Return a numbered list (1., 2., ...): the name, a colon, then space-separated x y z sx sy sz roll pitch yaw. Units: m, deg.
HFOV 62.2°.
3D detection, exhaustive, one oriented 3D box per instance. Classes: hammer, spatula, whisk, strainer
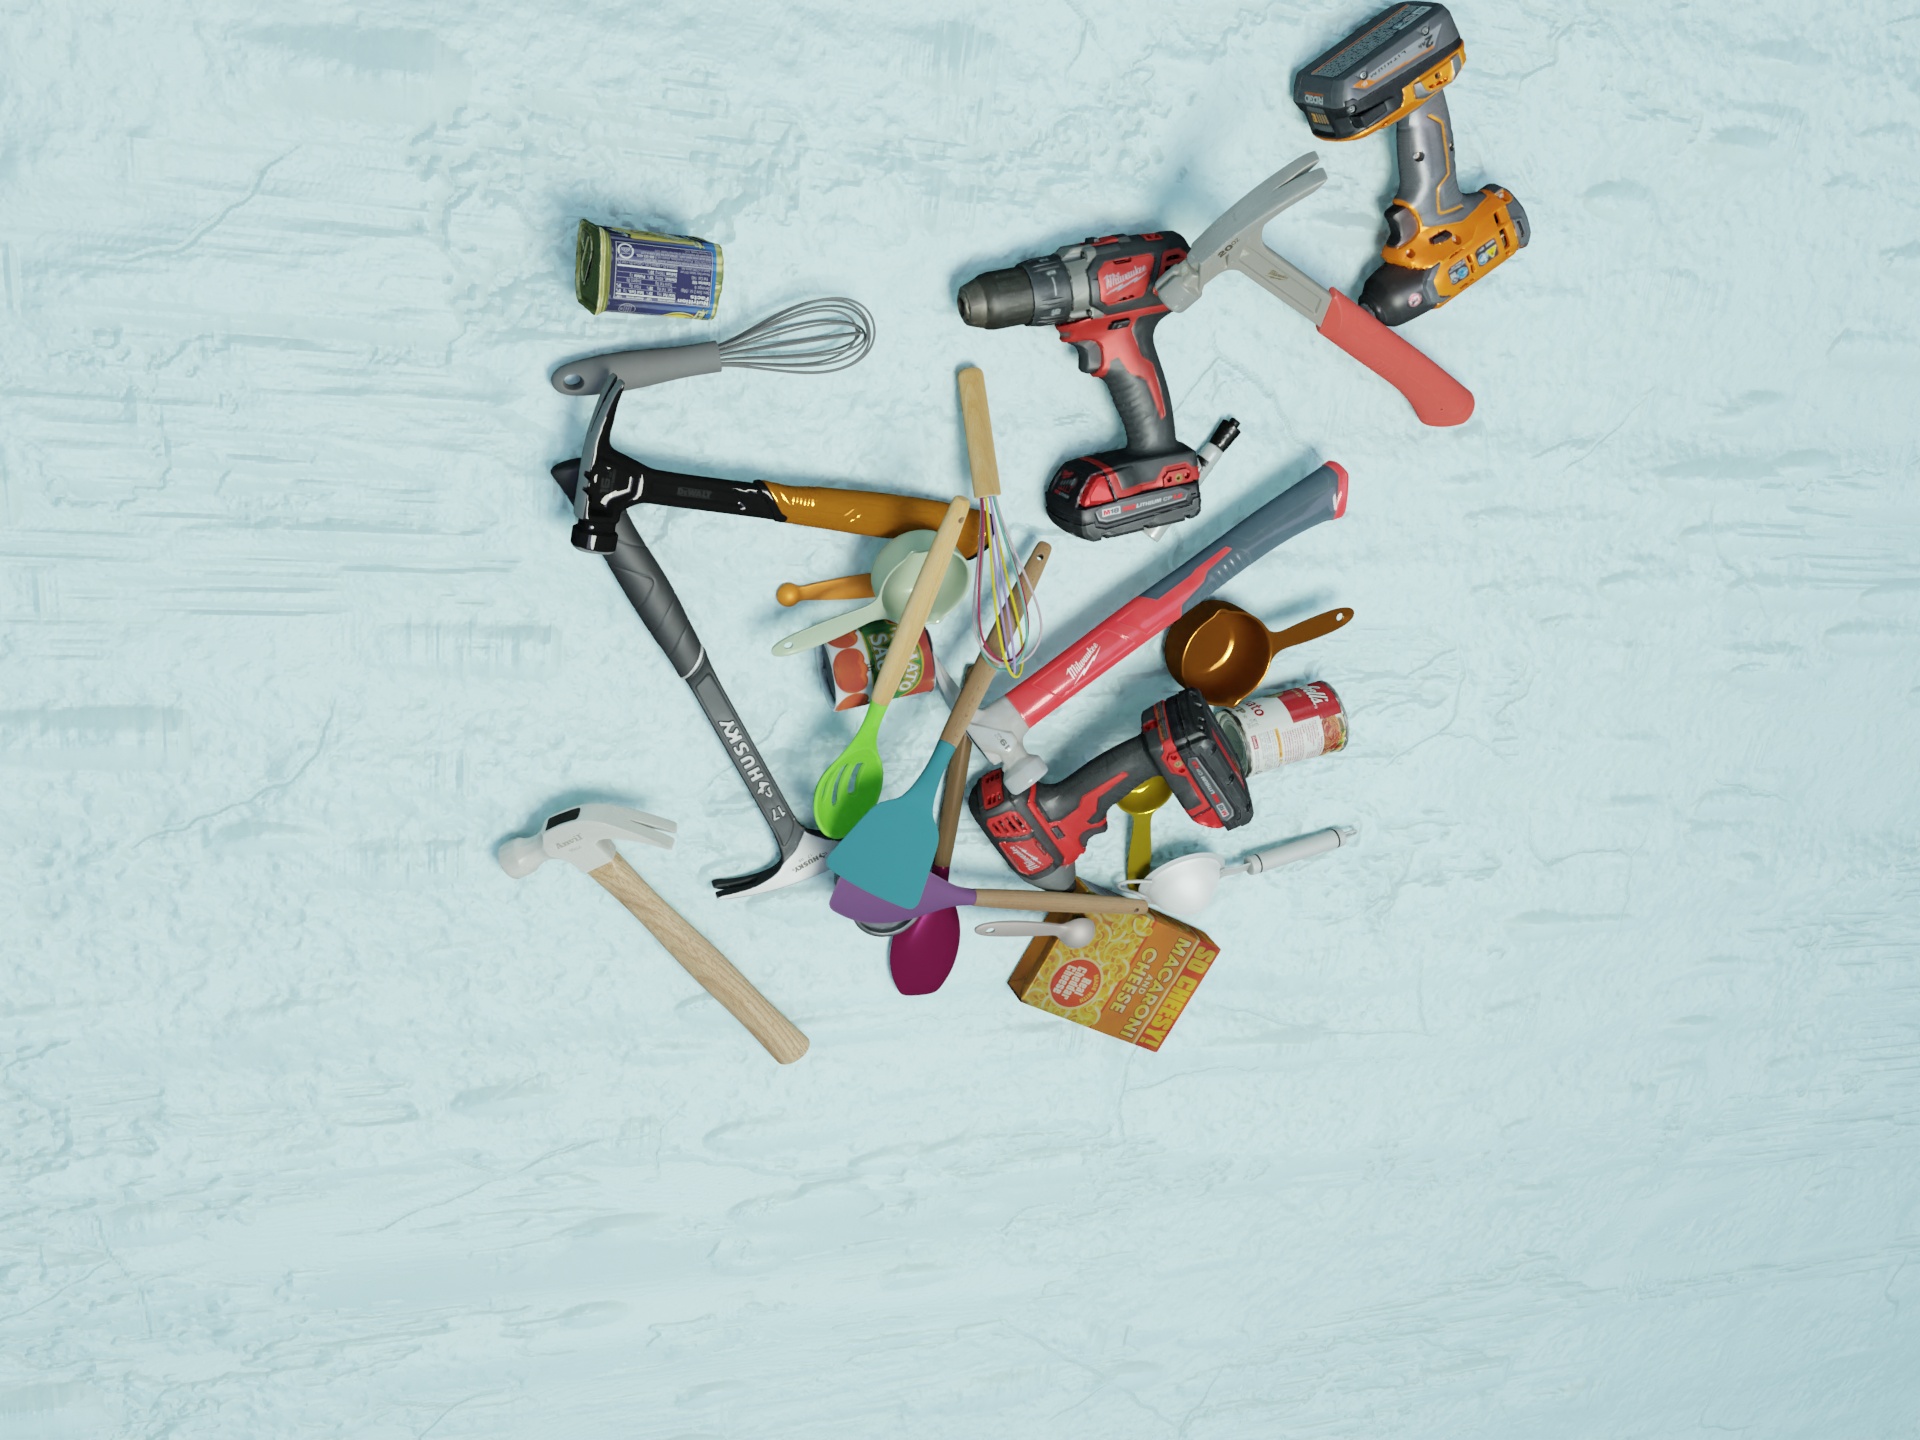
1. hammer: 0.318 -0.318 1.266 0.358 0.037 0.149 17 140 -43
2. spatula: -0.002 -0.004 1.287 0.082 0.044 0.317 27 81 -3
3. hammer: -0.208 -0.028 1.258 0.149 0.036 0.408 -29 118 -6
4. hammer: -0.121 -0.172 1.209 0.336 0.034 0.127 5 109 -29
5. whisk: -0.179 -0.268 1.161 0.239 0.055 0.055 -13 116 -11
6. strainer: 0.271 0.139 1.501 0.258 0.050 0.086 -15 147 -21
7. hammer: -0.227 0.185 1.326 0.130 0.031 0.331 -24 126 18
8. hammer: 0.157 -0.108 1.330 0.386 0.038 0.143 -36 91 -4
9. whisk: 0.025 -0.154 1.252 0.047 0.051 0.245 -10 93 -40
10. spatula: 0.032 0.156 1.375 0.315 0.018 0.059 6 122 -29

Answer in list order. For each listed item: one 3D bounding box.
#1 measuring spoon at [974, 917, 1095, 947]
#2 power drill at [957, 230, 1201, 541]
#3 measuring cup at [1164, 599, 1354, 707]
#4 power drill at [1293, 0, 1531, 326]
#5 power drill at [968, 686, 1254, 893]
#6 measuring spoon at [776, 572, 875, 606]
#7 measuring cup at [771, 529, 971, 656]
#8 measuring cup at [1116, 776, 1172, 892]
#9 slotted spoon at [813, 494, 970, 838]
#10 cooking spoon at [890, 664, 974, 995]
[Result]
1. measuring spoon: 0.067 0.190 1.404 0.124 0.018 0.034 6 134 -30
2. power drill: 0.099 -0.261 1.252 0.188 0.080 0.226 -14 113 -15
3. measuring cup: 0.261 -0.076 1.405 0.173 0.052 0.095 -20 117 -14
4. power drill: 0.352 -0.431 1.273 0.164 0.084 0.226 -36 123 -2
5. power drill: 0.132 0.073 1.374 0.219 0.079 0.143 -24 125 16
6. measuring spoon: -0.090 -0.105 1.281 0.117 0.011 0.021 -8 114 -17
7. measuring cup: -0.074 -0.096 1.241 0.167 0.038 0.083 -24 139 -2
8. measuring cup: 0.162 0.094 1.459 0.062 0.029 0.156 -7 127 -9
9. slotted spoon: -0.052 -0.037 1.232 0.070 0.031 0.313 -8 132 -42
10. cooking spoon: -0.013 0.103 1.394 0.068 0.017 0.318 0 111 -26
